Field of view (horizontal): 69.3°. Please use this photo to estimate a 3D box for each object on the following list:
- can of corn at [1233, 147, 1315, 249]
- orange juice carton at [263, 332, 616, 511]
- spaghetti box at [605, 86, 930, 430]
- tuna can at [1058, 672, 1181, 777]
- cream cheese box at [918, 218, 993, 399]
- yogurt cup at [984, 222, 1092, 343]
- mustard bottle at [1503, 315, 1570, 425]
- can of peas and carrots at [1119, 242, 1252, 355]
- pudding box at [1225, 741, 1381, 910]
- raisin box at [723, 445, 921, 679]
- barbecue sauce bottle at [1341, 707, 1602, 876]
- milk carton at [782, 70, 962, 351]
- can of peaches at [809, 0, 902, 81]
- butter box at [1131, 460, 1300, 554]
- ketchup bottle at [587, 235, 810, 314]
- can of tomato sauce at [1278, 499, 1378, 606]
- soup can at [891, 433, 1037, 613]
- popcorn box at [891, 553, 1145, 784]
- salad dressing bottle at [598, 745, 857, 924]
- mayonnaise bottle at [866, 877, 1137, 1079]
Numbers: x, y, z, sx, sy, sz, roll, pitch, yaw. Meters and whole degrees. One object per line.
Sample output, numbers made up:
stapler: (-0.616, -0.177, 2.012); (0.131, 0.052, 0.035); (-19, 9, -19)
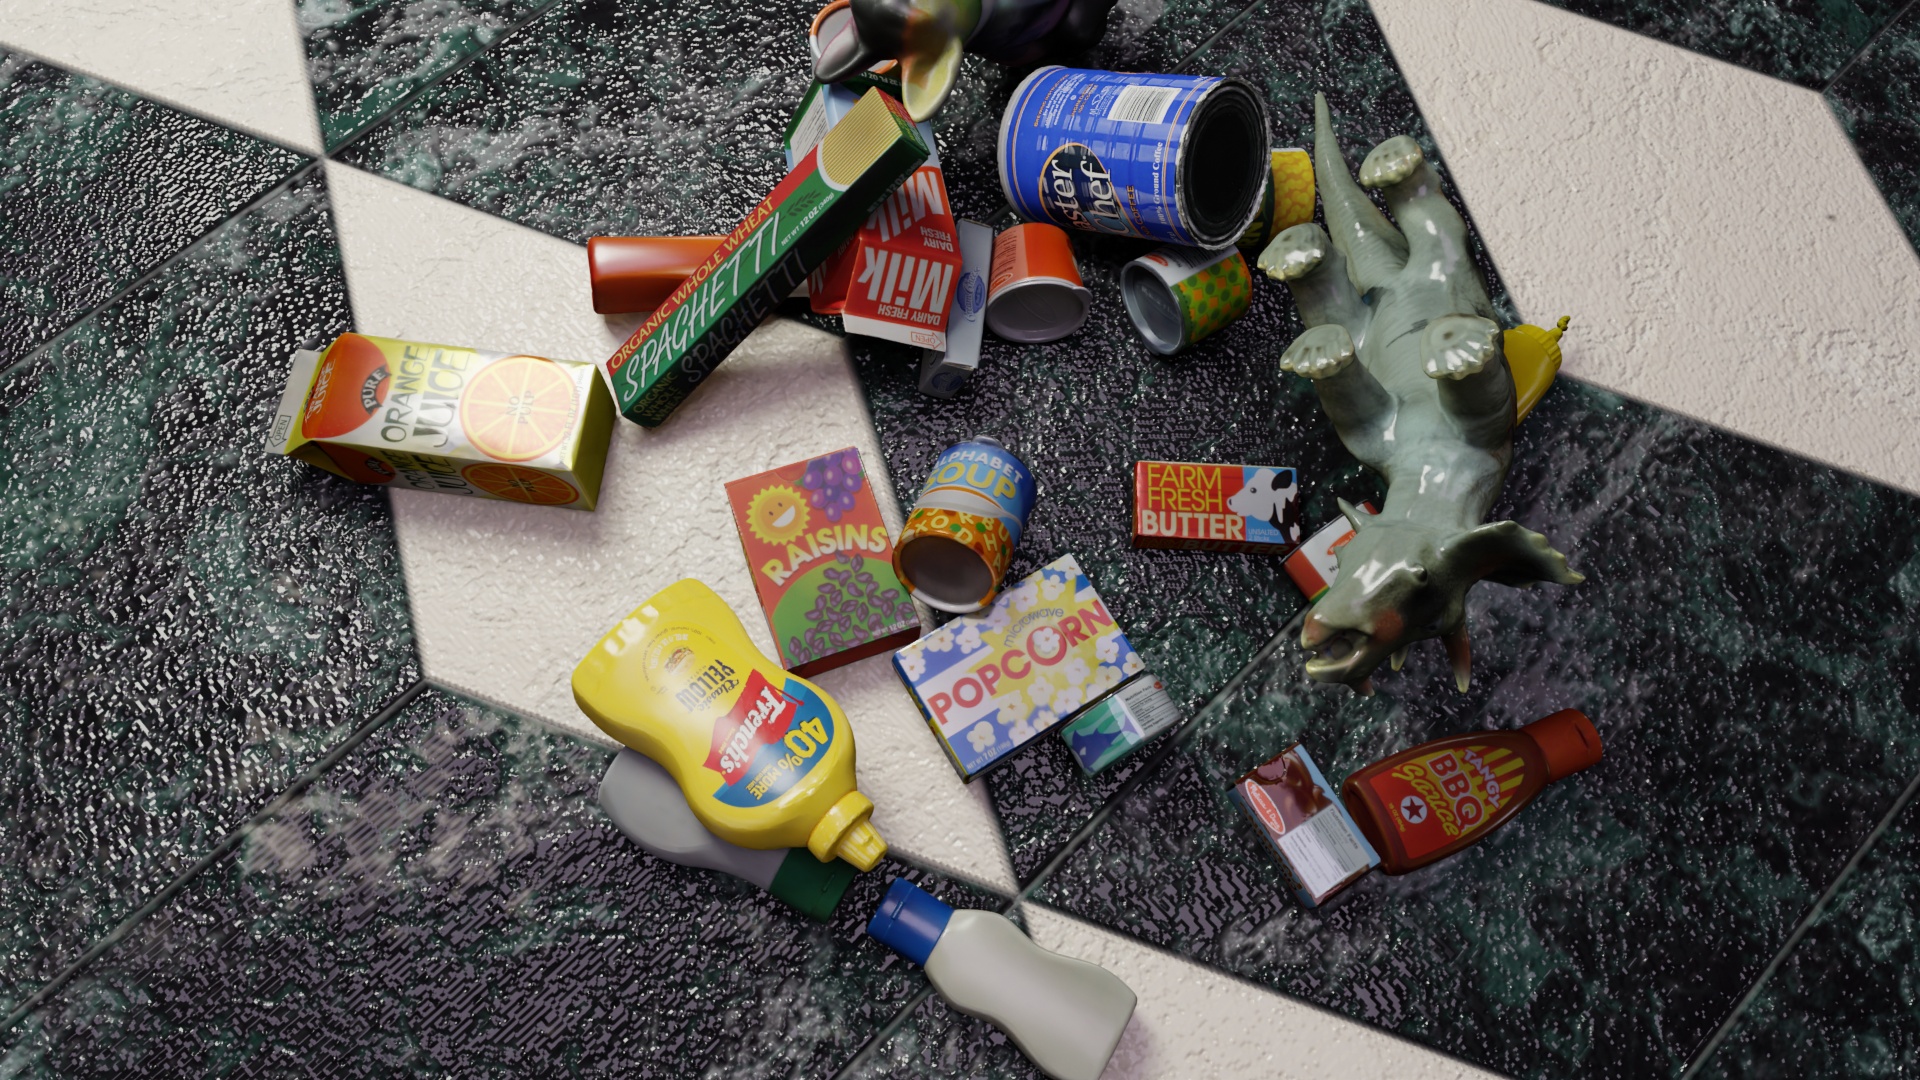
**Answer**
can of corn: (0.198, -0.225, 0.926); (0.058, 0.071, 0.071); (-3, 72, -5)
orange juice carton: (-0.314, -0.073, 0.837); (0.193, 0.072, 0.072); (7, 71, -1)
spaghetti box: (-0.121, -0.163, 0.828); (0.249, 0.028, 0.050); (-40, 53, 20)
tuna can: (0.091, 0.109, 0.806); (0.071, 0.071, 0.033); (-29, 77, -12)
cream cheese box: (-0.003, -0.148, 0.891); (0.024, 0.053, 0.104); (12, 70, -16)
yogurt cup: (0.047, -0.168, 0.899); (0.072, 0.072, 0.054); (-2, 64, -4)
mustard bottle: (0.342, -0.097, 0.900); (0.161, 0.048, 0.065); (-36, 73, -15)
can of peas and carrots: (0.146, -0.160, 0.901); (0.059, 0.070, 0.071); (-29, 75, -17)
pudding box: (0.200, 0.166, 0.810); (0.050, 0.030, 0.084); (-30, 75, -12)
raisin box: (-0.084, 0.013, 0.840); (0.086, 0.040, 0.123); (-18, 72, -8)
barbecue sauce bottle: (0.304, 0.142, 0.818); (0.149, 0.043, 0.065); (-20, 73, -10)
milk carton: (-0.055, -0.201, 0.871); (0.072, 0.073, 0.191); (6, 57, -30)
can of peaches: (-0.068, -0.328, 0.948); (0.071, 0.058, 0.071); (1, 72, -3)
butter box: (0.160, -0.021, 0.875); (0.103, 0.024, 0.053); (2, 70, -3)
ketchup bottle: (-0.161, -0.171, 0.889); (0.149, 0.064, 0.043); (-5, 80, -14)
can of tomato sauce: (0.246, 0.028, 0.843); (0.071, 0.071, 0.083); (-33, 77, -13)
soup can: (0.003, -0.010, 0.822); (0.071, 0.071, 0.084); (21, 46, 4)
popcorn box: (0.034, 0.076, 0.826); (0.127, 0.038, 0.085); (-29, 74, -13)
salad dressing bottle: (-0.130, 0.164, 0.784); (0.148, 0.043, 0.064); (29, 65, 5)
mayonnaise bottle: (0.020, 0.239, 0.769); (0.148, 0.041, 0.065); (30, 71, 8)
